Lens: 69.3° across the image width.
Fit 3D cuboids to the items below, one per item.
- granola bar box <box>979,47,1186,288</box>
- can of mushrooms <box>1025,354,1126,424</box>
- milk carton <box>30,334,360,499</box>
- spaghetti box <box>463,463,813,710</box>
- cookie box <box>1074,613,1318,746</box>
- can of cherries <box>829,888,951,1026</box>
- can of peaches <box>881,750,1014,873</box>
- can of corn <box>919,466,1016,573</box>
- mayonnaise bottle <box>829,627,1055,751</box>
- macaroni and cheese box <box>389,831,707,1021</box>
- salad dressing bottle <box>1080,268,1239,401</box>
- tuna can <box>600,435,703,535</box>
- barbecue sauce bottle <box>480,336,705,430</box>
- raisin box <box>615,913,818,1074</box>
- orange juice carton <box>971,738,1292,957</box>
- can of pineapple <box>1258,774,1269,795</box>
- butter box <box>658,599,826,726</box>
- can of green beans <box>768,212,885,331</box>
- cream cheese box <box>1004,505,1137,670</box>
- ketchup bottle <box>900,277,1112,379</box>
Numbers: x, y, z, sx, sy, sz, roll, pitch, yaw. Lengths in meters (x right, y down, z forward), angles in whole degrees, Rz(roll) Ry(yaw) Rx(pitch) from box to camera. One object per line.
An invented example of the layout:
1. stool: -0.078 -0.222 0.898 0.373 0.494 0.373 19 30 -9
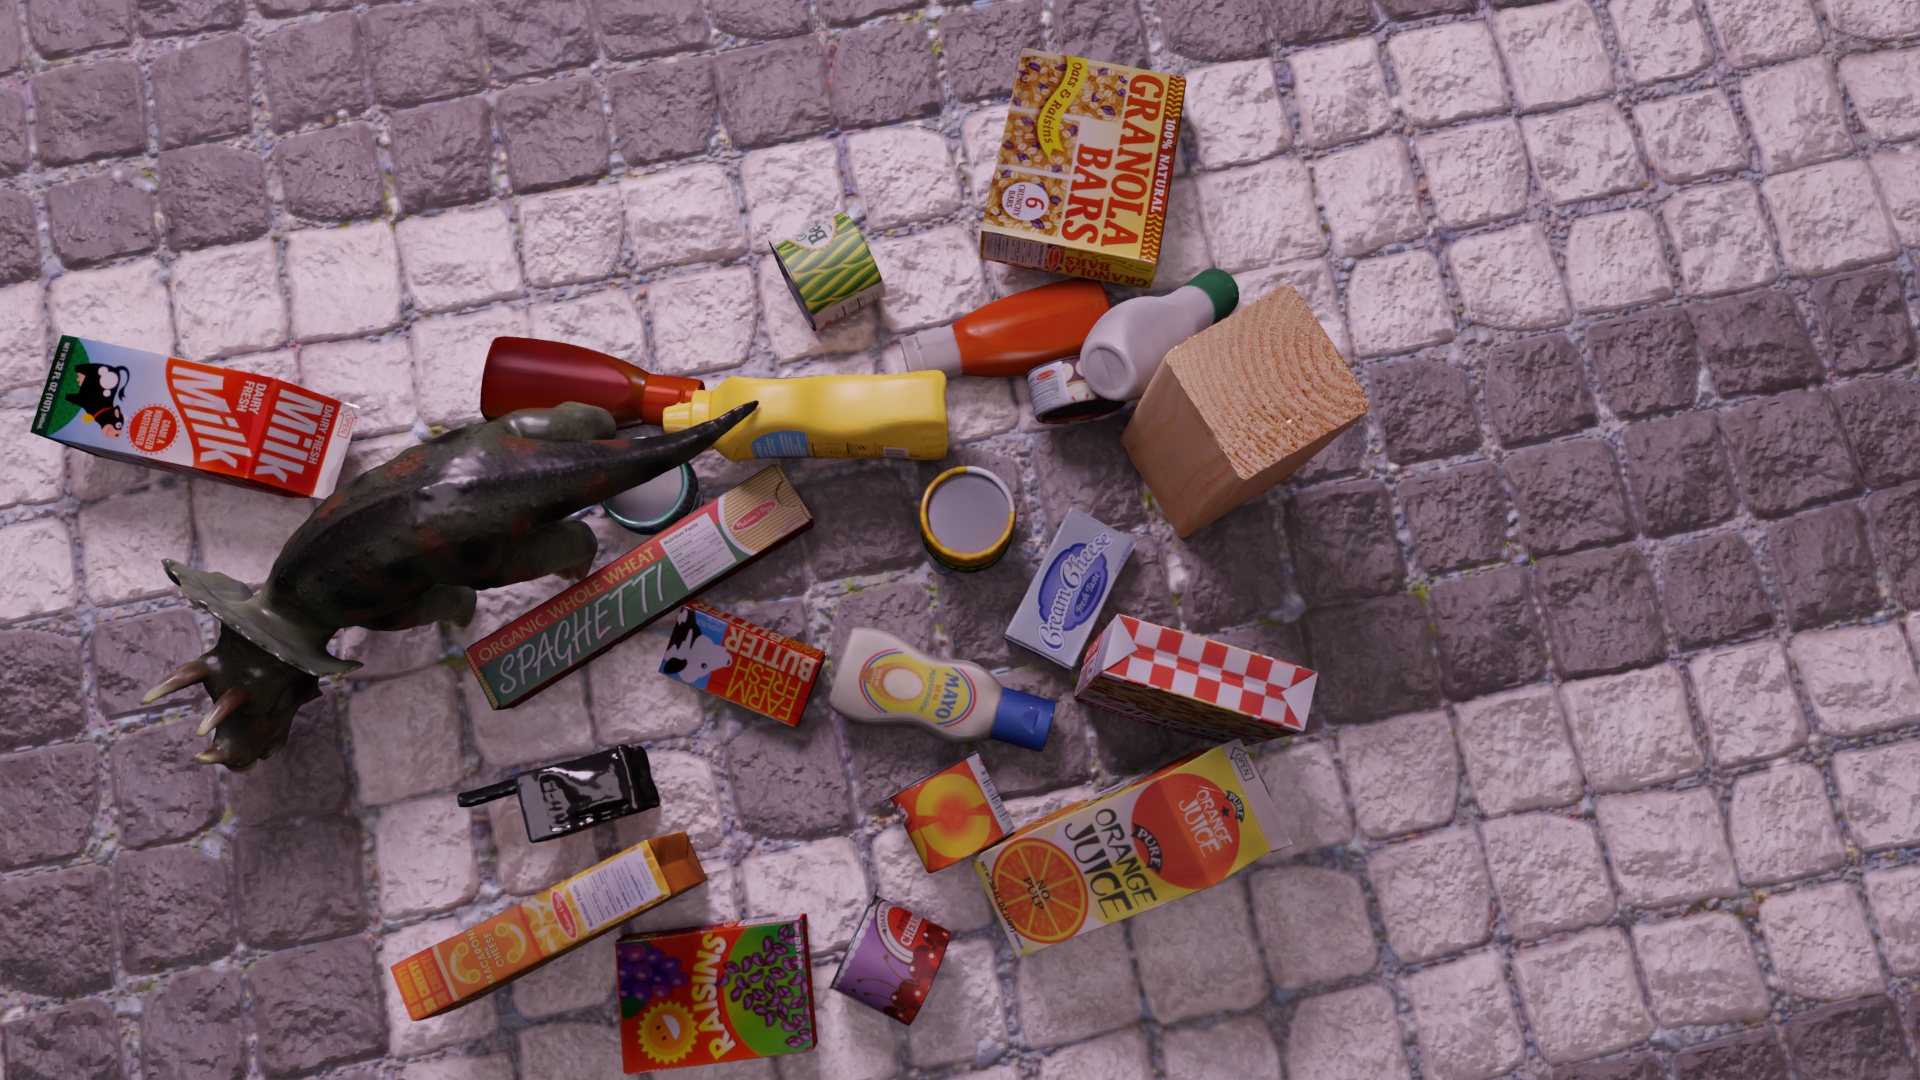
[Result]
1. granola bar box: 0.088 -0.266 0.991 0.124 0.039 0.166 11 67 2
2. can of mushrooms: 0.083 -0.106 0.970 0.071 0.071 0.033 -10 81 -2
3. milk carton: -0.514 -0.080 0.953 0.191 0.073 0.072 13 81 1
4. spaghetti box: -0.220 0.032 0.961 0.250 0.028 0.050 -32 82 -6
5. cookie box: 0.143 0.094 0.886 0.123 0.167 0.040 16 78 2
6. can of cherries: -0.044 0.270 0.903 0.058 0.071 0.071 25 81 3
7. can of peaches: -0.008 0.181 0.920 0.071 0.071 0.058 -27 83 -5
8. can of corn: 0.003 -0.012 0.956 0.071 0.058 0.071 0 80 -1
9. mayonnaise bottle: -0.011 0.106 0.945 0.148 0.041 0.065 15 79 2
10. macaroni and cheese box: -0.253 0.241 0.877 0.167 0.123 0.040 -26 81 -4
11. salad dressing bottle: 0.141 -0.145 0.955 0.148 0.044 0.064 -37 110 -40
12. tuna can: -0.217 -0.037 0.970 0.071 0.033 0.071 0 80 0
13. barbecue sauce bottle: -0.256 -0.104 0.976 0.149 0.043 0.065 7 81 0
14. raisin box: -0.160 0.296 0.912 0.123 0.040 0.086 -6 82 -3
15. orange juice carton: 0.110 0.190 0.870 0.192 0.073 0.072 -30 81 30
16. can of pineapple: 0.167 0.178 0.927 0.071 0.058 0.071 0 81 0
17. butter box: -0.148 0.084 0.948 0.103 0.024 0.053 21 100 3
18. can of green beans: -0.093 -0.190 0.981 0.058 0.071 0.071 -28 82 -5
19. cream cheese box: 0.076 0.034 0.967 0.053 0.024 0.104 27 81 4
20. ketchup bottle: 0.033 -0.144 0.984 0.149 0.043 0.065 -14 57 -2
